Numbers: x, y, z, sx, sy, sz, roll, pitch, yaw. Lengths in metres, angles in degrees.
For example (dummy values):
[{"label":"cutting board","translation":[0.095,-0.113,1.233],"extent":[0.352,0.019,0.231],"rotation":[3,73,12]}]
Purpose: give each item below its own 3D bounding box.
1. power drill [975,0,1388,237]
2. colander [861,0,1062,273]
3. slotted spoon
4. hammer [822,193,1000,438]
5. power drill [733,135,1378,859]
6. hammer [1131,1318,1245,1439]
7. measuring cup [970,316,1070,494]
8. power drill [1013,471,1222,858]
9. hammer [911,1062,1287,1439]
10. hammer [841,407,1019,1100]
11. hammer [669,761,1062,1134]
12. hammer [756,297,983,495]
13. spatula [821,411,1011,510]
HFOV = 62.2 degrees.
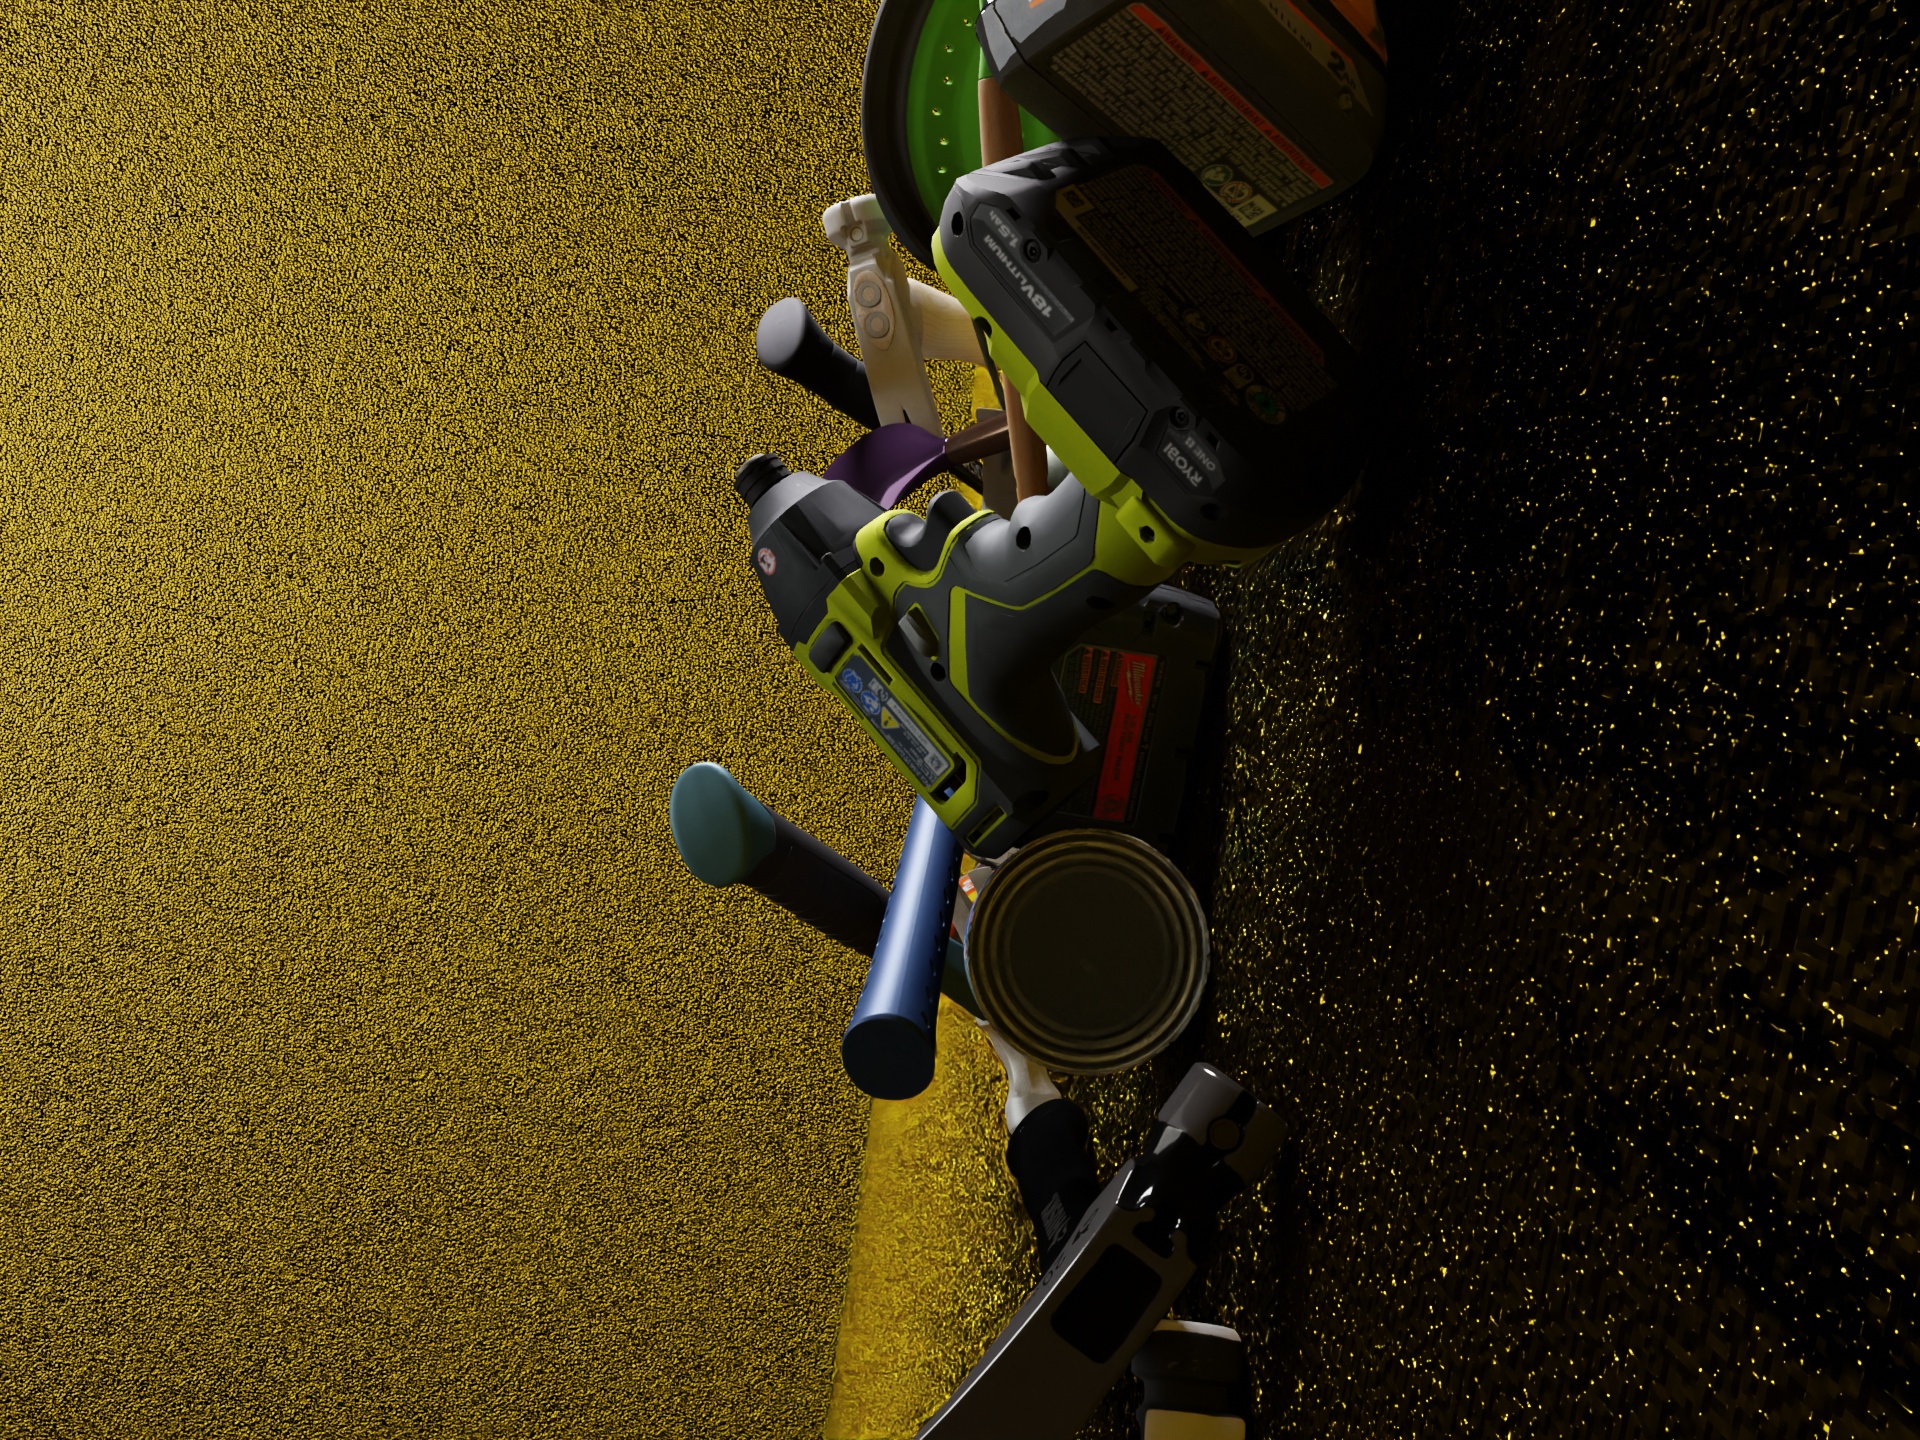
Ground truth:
[{"label":"power drill","translation":[0.058,-0.287,0.491],"extent":[0.084,0.185,0.226],"rotation":[-17,59,43]},{"label":"colander","translation":[0.067,-0.257,0.869],"extent":[0.204,0.095,0.396],"rotation":[-37,-43,-27]},{"label":"slotted spoon","translation":[0.017,-0.243,0.670],"extent":[0.070,0.031,0.313],"rotation":[-67,-28,-74]},{"label":"hammer","translation":[0.018,-0.237,1.029],"extent":[0.410,0.038,0.146],"rotation":[-29,-75,-70]},{"label":"power drill","translation":[0.012,-0.070,0.519],"extent":[0.080,0.171,0.223],"rotation":[-35,-9,-40]},{"label":"hammer","translation":[0.041,0.293,0.577],"extent":[0.336,0.034,0.127],"rotation":[107,171,-66]},{"label":"measuring cup","translation":[0.046,-0.163,0.883],"extent":[0.083,0.038,0.167],"rotation":[-105,-8,-50]},{"label":"power drill","translation":[0.058,-0.038,0.708],"extent":[0.220,0.078,0.143],"rotation":[-84,3,-70]},{"label":"hammer","translation":[0.035,0.183,0.586],"extent":[0.146,0.035,0.334],"rotation":[-53,-5,-7]},{"label":"hammer","translation":[-0.001,-0.002,0.719],"extent":[0.406,0.035,0.144],"rotation":[-78,-5,-54]},{"label":"hammer","translation":[-0.029,0.095,0.704],"extent":[0.330,0.033,0.128],"rotation":[45,-151,-58]},{"label":"hammer","translation":[-0.019,-0.168,0.987],"extent":[0.408,0.036,0.149],"rotation":[16,-118,-68]},{"label":"spatula","translation":[0.014,-0.136,0.754],"extent":[0.316,0.018,0.060],"rotation":[-6,64,53]}]
